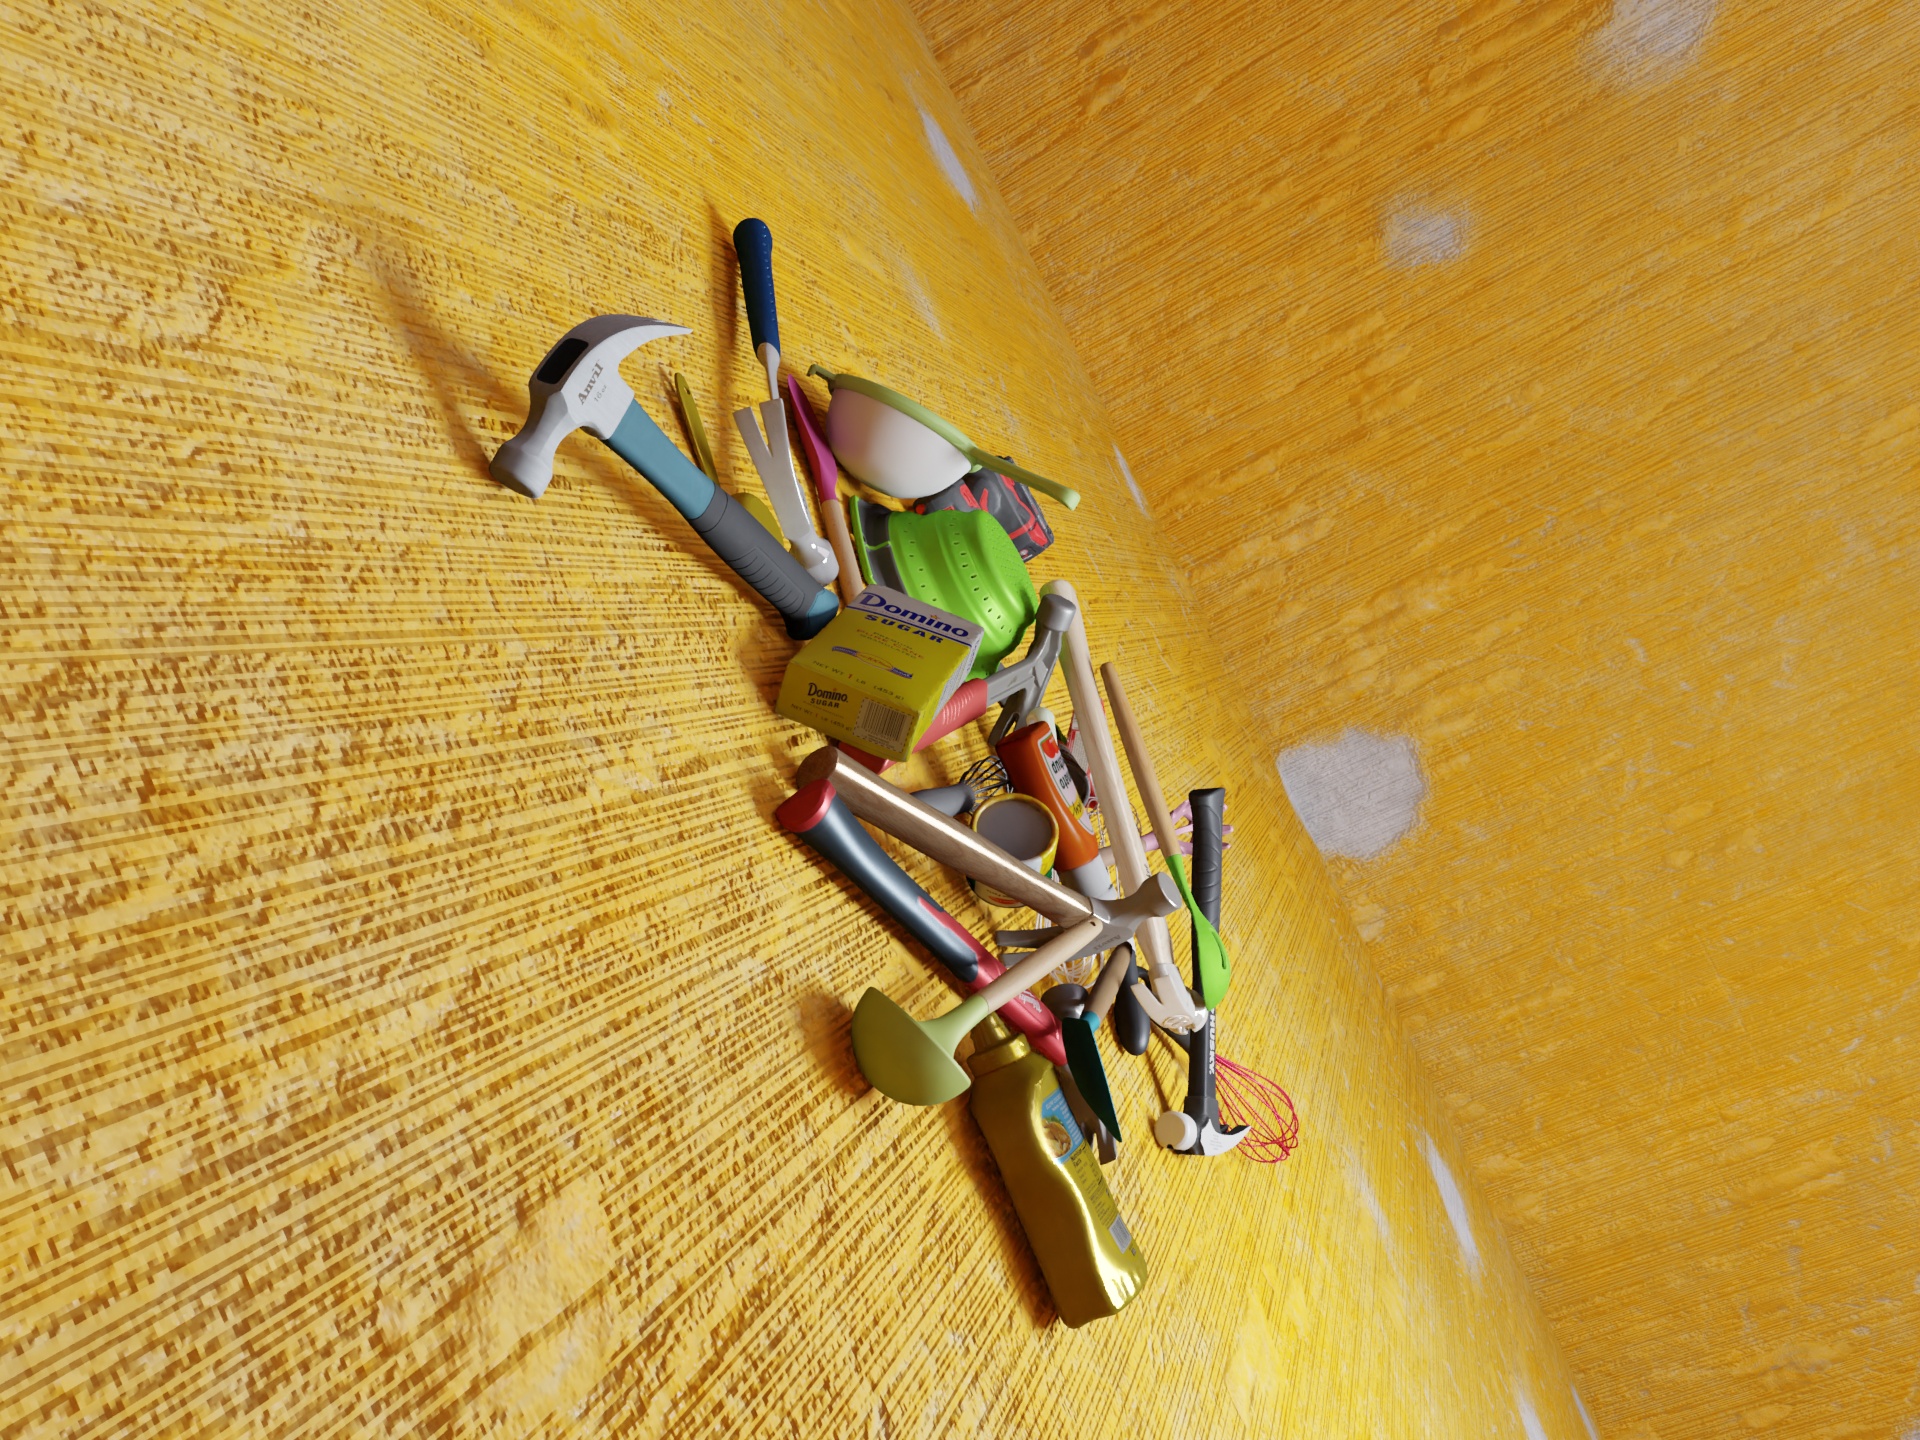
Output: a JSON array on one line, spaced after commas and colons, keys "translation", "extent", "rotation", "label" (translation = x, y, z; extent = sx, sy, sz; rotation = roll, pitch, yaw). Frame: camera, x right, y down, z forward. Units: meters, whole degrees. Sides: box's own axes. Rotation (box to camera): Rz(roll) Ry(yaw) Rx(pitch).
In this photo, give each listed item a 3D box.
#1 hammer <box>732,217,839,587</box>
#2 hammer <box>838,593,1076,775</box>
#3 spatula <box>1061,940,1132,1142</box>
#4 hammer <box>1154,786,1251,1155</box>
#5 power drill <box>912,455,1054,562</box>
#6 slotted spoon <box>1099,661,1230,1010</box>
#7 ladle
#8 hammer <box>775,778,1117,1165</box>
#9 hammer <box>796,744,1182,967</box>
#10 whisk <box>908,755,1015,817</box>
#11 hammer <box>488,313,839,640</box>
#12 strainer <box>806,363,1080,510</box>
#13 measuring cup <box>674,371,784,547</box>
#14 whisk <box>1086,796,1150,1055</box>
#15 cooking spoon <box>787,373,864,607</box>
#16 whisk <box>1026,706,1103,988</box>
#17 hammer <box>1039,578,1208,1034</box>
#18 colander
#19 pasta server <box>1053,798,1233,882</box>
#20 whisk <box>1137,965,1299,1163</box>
[{"translation": [-0.148, -0.280, 1.227], "extent": [0.143, 0.035, 0.406], "rotation": [72, 3, -45], "label": "hammer"}, {"translation": [-0.002, -0.004, 1.225], "extent": [0.037, 0.149, 0.359], "rotation": [27, 21, 15], "label": "hammer"}, {"translation": [0.109, 0.211, 1.161], "extent": [0.317, 0.044, 0.082], "rotation": [-35, 109, -74], "label": "spatula"}, {"translation": [0.222, 0.220, 1.430], "extent": [0.146, 0.035, 0.335], "rotation": [31, 58, -55], "label": "hammer"}, {"translation": [0.026, -0.184, 1.595], "extent": [0.143, 0.078, 0.220], "rotation": [61, 19, -10], "label": "power drill"}, {"translation": [0.172, 0.091, 1.351], "extent": [0.070, 0.031, 0.314], "rotation": [44, 27, -69], "label": "slotted spoon"}, {"translation": [0.029, 0.162, 0.994], "extent": [0.078, 0.062, 0.320], "rotation": [41, 25, 16], "label": "ladle"}, {"translation": [0.001, 0.165, 1.048], "extent": [0.385, 0.038, 0.143], "rotation": [48, 24, -43], "label": "hammer"}, {"translation": [0.011, 0.096, 1.088], "extent": [0.331, 0.130, 0.031], "rotation": [33, 33, -42], "label": "hammer"}, {"translation": [-0.003, 0.060, 1.193], "extent": [0.055, 0.055, 0.239], "rotation": [66, 21, 6], "label": "whisk"}, {"translation": [-0.152, -0.125, 0.951], "extent": [0.128, 0.033, 0.330], "rotation": [-64, 154, -10], "label": "hammer"}, {"translation": [-0.019, -0.208, 1.338], "extent": [0.256, 0.069, 0.151], "rotation": [28, -3, 27], "label": "strainer"}, {"translation": [-0.158, -0.171, 1.077], "extent": [0.156, 0.029, 0.062], "rotation": [70, 17, 10], "label": "measuring cup"}, {"translation": [0.143, 0.180, 1.444], "extent": [0.070, 0.070, 0.285], "rotation": [49, 27, -41], "label": "whisk"}, {"translation": [-0.098, -0.150, 1.255], "extent": [0.068, 0.017, 0.319], "rotation": [51, 19, -58], "label": "cooking spoon"}, {"translation": [0.079, 0.101, 1.299], "extent": [0.059, 0.057, 0.247], "rotation": [7, 62, -25], "label": "whisk"}, {"translation": [0.126, 0.057, 1.350], "extent": [0.146, 0.038, 0.411], "rotation": [47, 26, -62], "label": "hammer"}, {"translation": [0.044, -0.077, 1.445], "extent": [0.396, 0.094, 0.205], "rotation": [45, 24, -47], "label": "colander"}, {"translation": [0.153, 0.115, 1.427], "extent": [0.316, 0.040, 0.060], "rotation": [-10, 83, -53], "label": "pasta server"}, {"translation": [0.237, 0.325, 1.499], "extent": [0.295, 0.073, 0.073], "rotation": [49, 21, -26], "label": "whisk"}]
